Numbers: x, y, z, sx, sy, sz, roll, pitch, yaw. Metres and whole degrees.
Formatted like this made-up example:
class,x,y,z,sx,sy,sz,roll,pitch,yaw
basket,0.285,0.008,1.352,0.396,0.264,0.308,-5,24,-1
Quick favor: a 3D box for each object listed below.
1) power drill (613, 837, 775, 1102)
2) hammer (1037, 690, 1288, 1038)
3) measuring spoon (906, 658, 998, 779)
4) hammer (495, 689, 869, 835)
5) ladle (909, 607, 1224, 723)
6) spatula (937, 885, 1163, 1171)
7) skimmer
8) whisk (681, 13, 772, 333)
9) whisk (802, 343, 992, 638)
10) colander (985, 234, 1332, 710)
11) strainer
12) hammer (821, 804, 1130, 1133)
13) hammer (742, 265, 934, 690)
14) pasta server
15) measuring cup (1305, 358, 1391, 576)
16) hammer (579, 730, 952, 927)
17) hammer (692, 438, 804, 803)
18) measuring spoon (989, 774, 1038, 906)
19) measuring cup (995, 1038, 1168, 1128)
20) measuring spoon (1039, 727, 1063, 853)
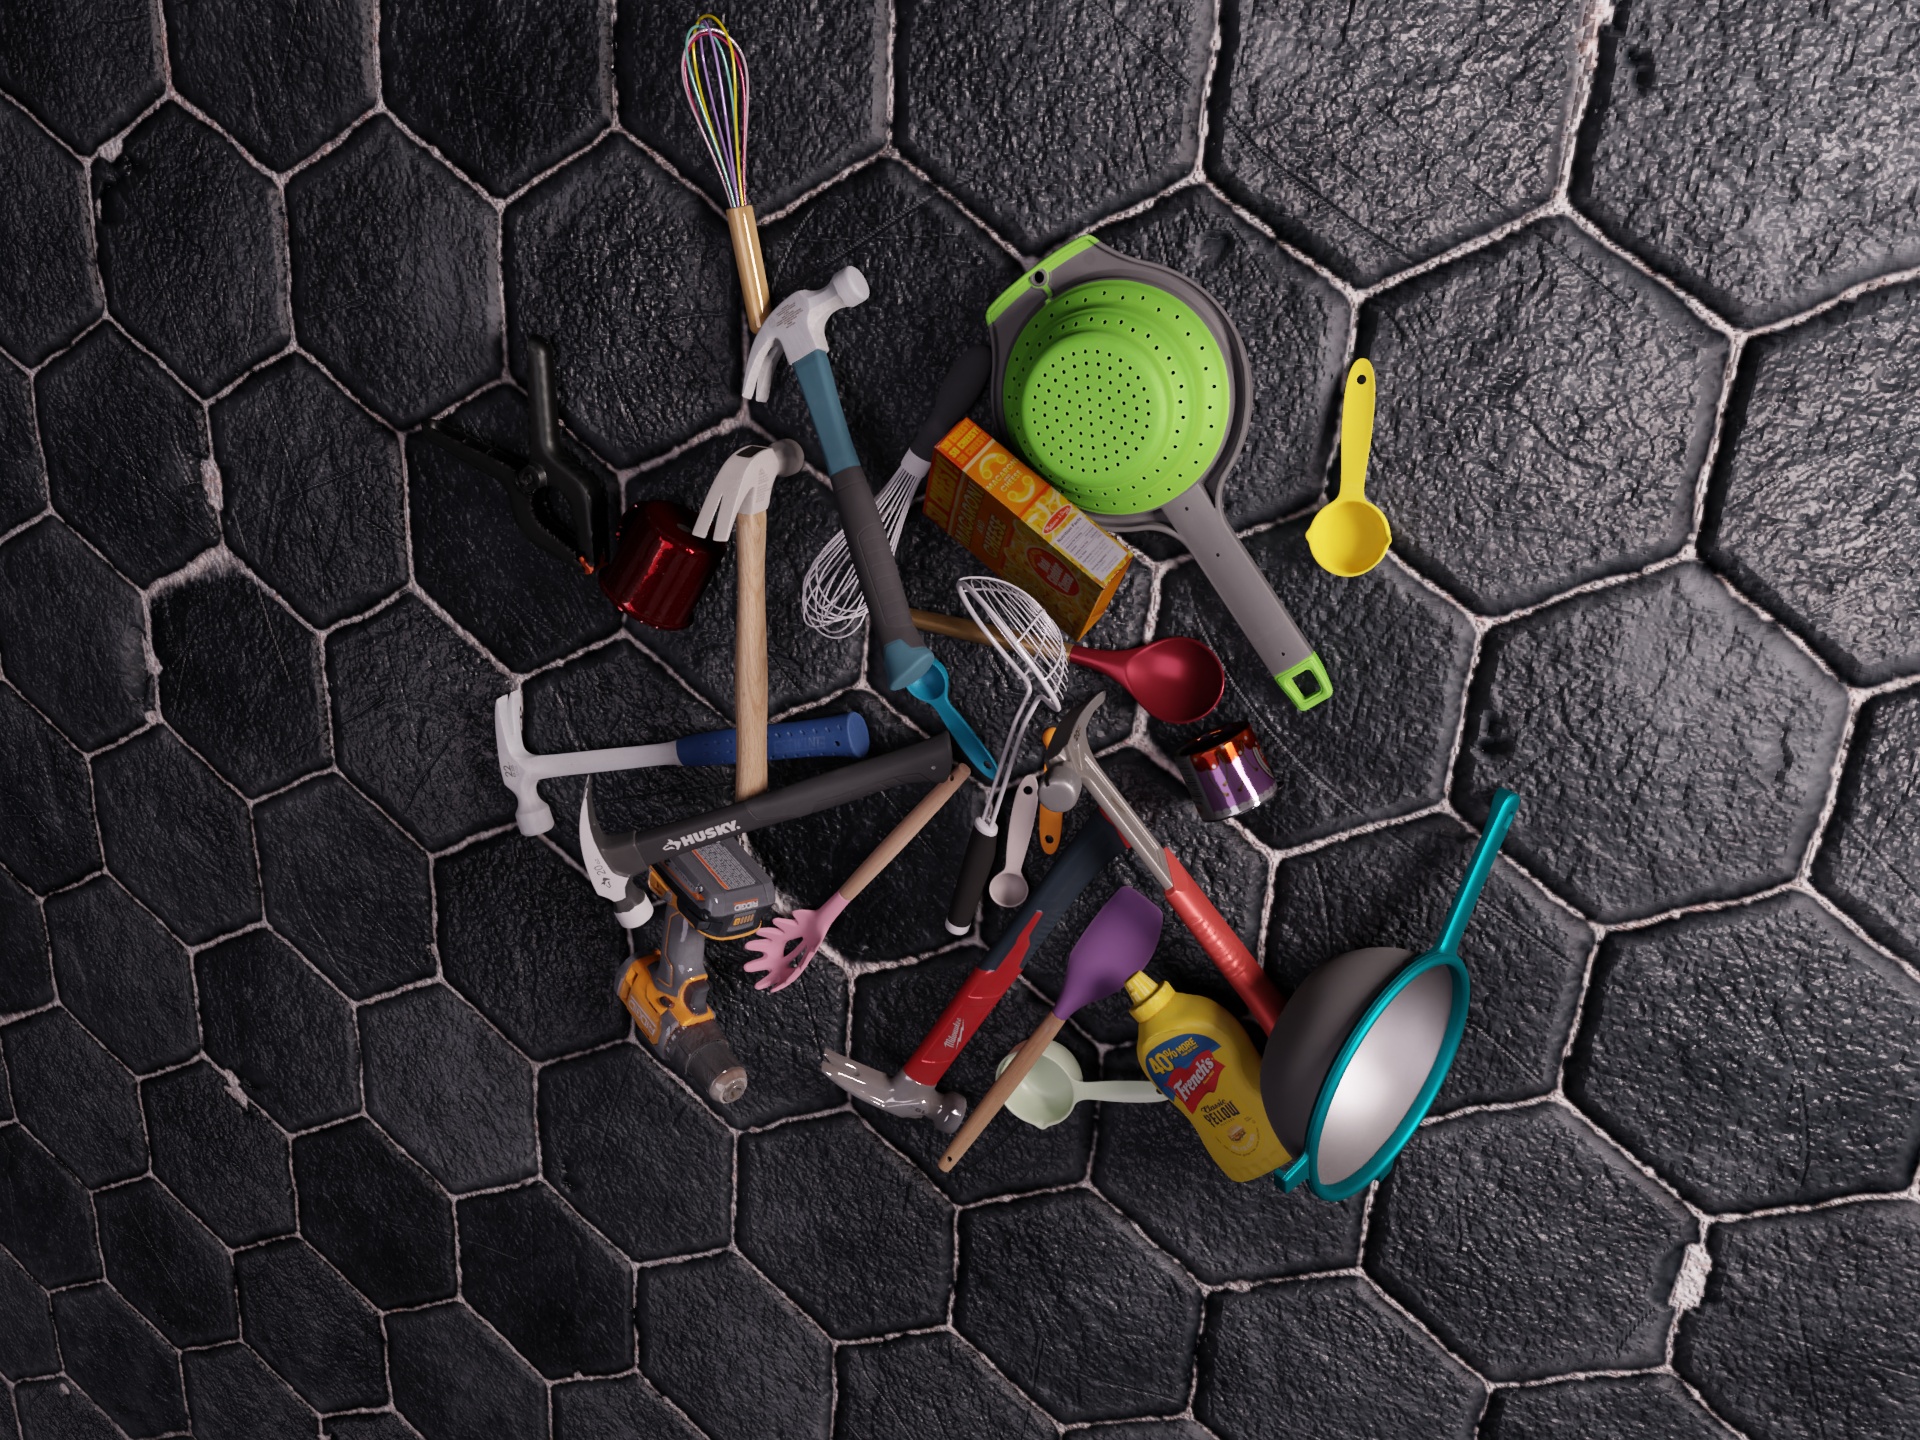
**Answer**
class,x,y,z,sx,sy,sz,roll,pitch,yaw
power drill,-0.243,0.232,1.495,0.186,0.084,0.226,42,125,35
hammer,0.189,0.145,1.290,0.036,0.149,0.359,-31,105,30
measuring spoon,-0.002,-0.004,1.366,0.042,0.021,0.128,-26,106,39
hammer,-0.271,0.025,1.485,0.405,0.035,0.144,-6,106,26
ladle,0.067,-0.059,1.303,0.315,0.031,0.069,14,91,22
spatula,0.073,0.278,1.391,0.060,0.018,0.316,38,105,8
skimmer,0.011,0.045,1.312,0.127,0.090,0.363,49,137,39
whisk,-0.181,-0.434,1.274,0.047,0.051,0.244,-2,110,19
whisk,-0.051,-0.184,1.300,0.070,0.070,0.284,38,115,8
colander,0.153,-0.167,1.180,0.204,0.094,0.397,-32,95,26
strainer,0.322,0.197,1.225,0.095,0.210,0.340,26,96,38
hammer,0.023,0.209,1.396,0.143,0.038,0.386,27,117,-13
hammer,-0.087,-0.186,1.271,0.128,0.033,0.331,-22,81,28
pasta server,-0.094,0.143,1.446,0.316,0.040,0.060,-47,64,29
measuring cup,0.290,-0.184,1.163,0.062,0.029,0.156,6,99,23
hammer,-0.165,0.071,1.366,0.335,0.035,0.146,-18,122,4
hammer,-0.179,-0.066,1.352,0.031,0.130,0.331,11,112,21
measuring spoon,0.050,0.103,1.381,0.034,0.018,0.124,10,107,1
measuring cup,0.114,0.320,1.416,0.167,0.038,0.083,-4,107,24
measuring spoon,0.076,0.062,1.352,0.021,0.011,0.116,9,112,22
